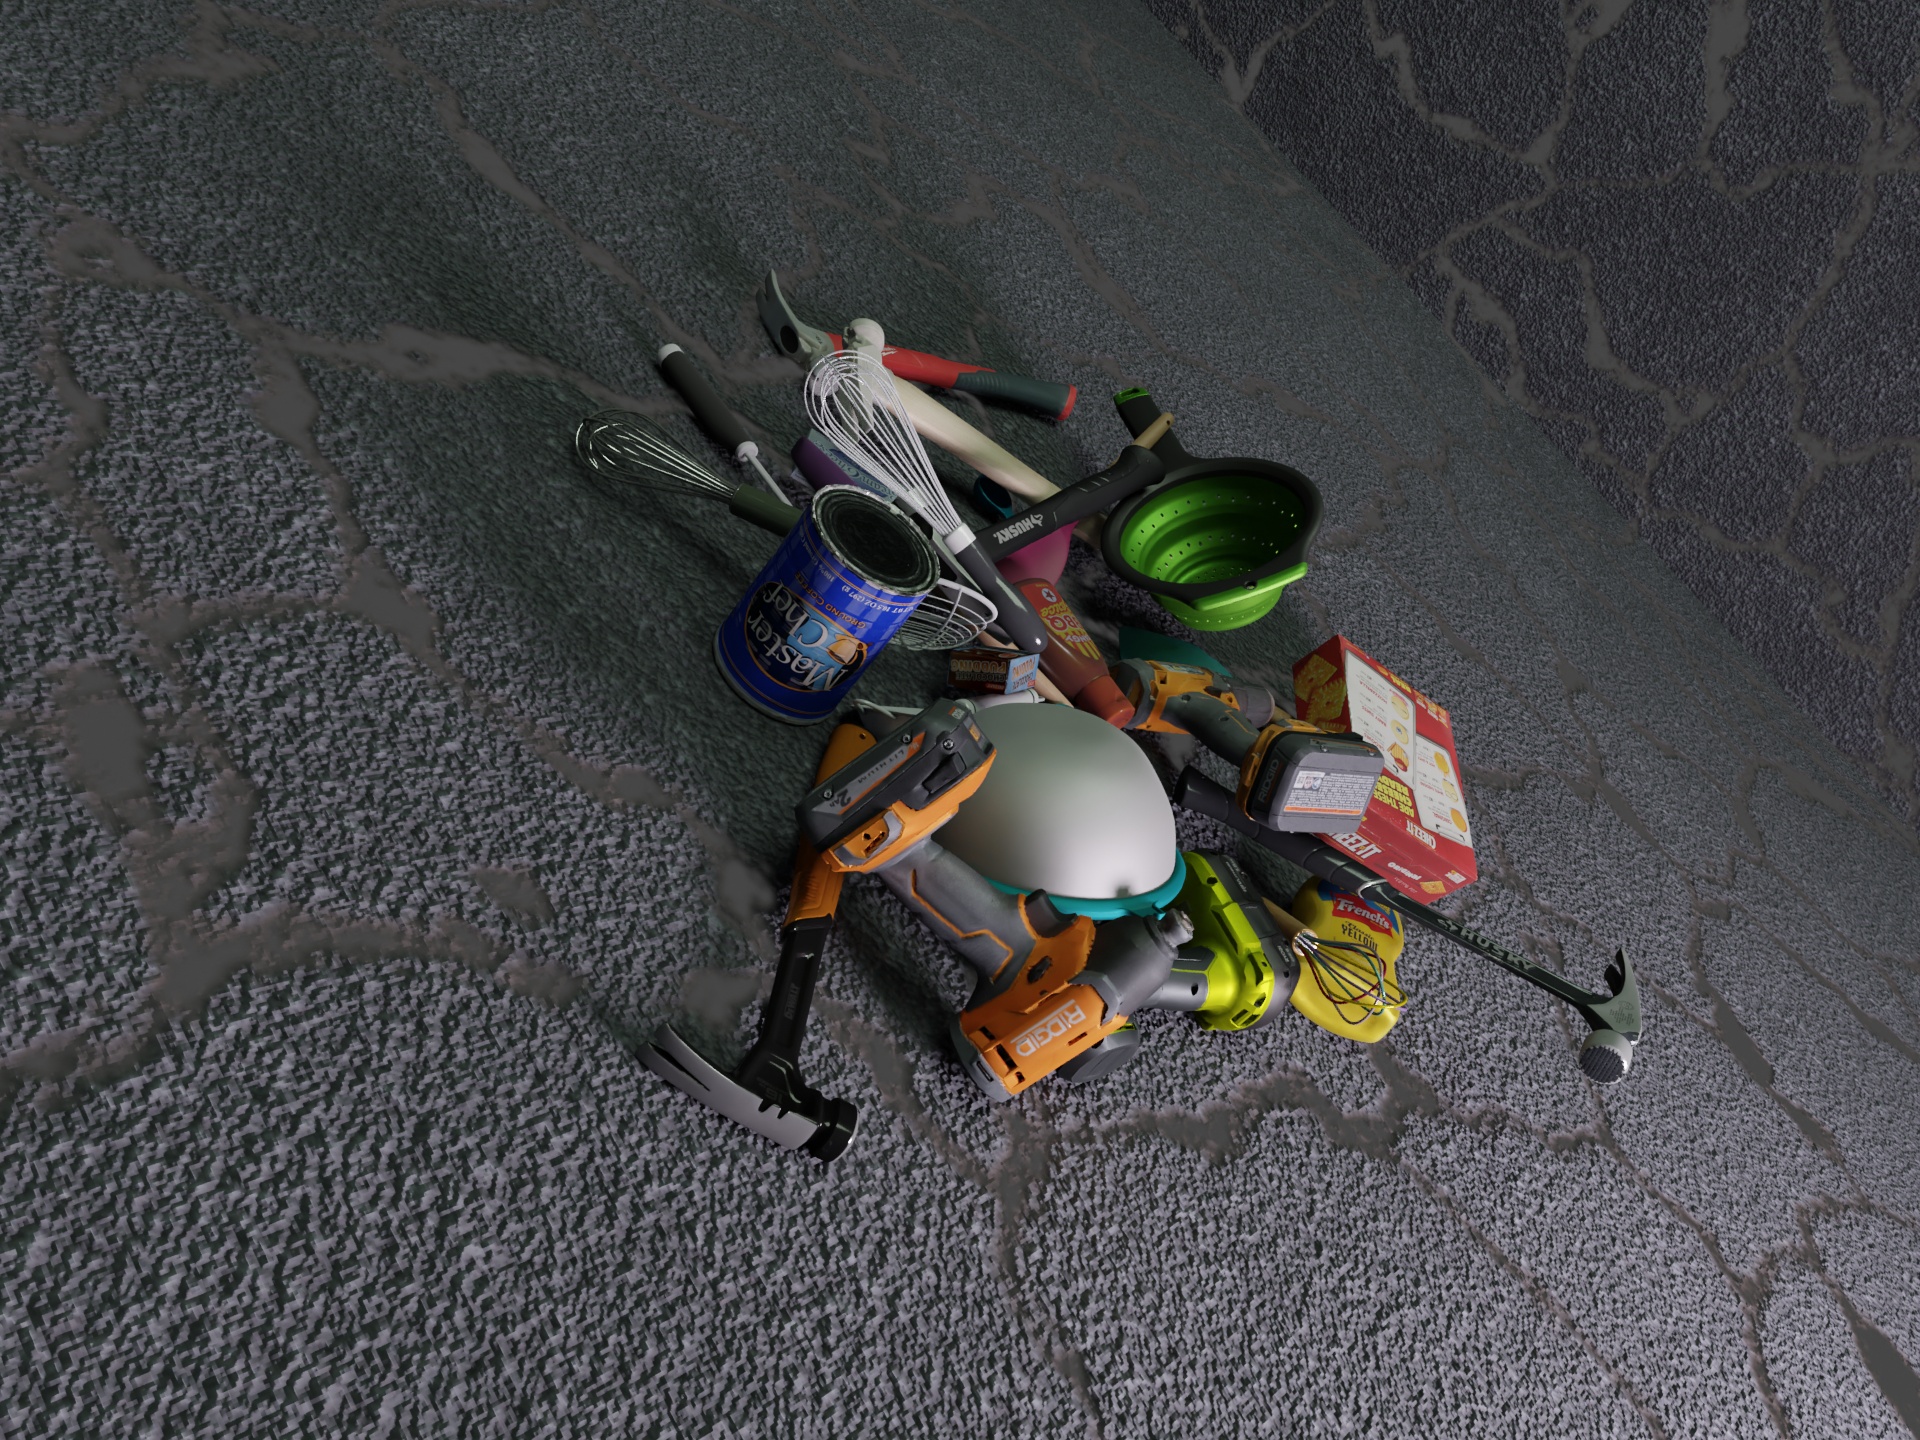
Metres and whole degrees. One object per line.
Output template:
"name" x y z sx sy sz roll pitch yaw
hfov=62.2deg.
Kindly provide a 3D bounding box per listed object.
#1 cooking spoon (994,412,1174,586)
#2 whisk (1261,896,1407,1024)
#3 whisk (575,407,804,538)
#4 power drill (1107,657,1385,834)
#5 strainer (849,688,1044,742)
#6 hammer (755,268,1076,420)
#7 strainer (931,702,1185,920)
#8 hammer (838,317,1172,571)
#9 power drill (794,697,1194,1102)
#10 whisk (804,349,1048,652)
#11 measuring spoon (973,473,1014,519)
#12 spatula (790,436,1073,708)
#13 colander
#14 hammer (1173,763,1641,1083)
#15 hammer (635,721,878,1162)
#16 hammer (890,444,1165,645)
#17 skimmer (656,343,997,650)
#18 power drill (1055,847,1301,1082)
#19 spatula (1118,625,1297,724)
"cooking spoon" 0.119 -0.205 1.481 0.319 0.017 0.068 -47 116 -36
"whisk" 0.261 0.170 1.181 0.051 0.047 0.245 63 -5 -13
"whisk" -0.170 -0.166 1.163 0.246 0.057 0.059 25 68 4
"power drill" 0.251 0.014 1.349 0.185 0.084 0.226 5 20 -38
"strainer" -0.002 -0.004 1.209 0.087 0.050 0.258 8 10 32
"hammer" -0.028 -0.359 1.589 0.386 0.038 0.143 0 50 -45
"strainer" 0.070 0.022 1.149 0.211 0.095 0.340 14 22 3
"hammer" 0.056 -0.217 1.477 0.410 0.038 0.146 28 41 -31
"power drill" 0.024 0.101 0.966 0.226 0.164 0.084 54 13 -4
"whisk" -0.021 -0.167 1.232 0.284 0.070 0.070 53 32 -9
"measuring spoon" 0.046 -0.171 1.475 0.042 0.021 0.129 -11 68 -53
"spatula" -0.023 -0.115 1.314 0.316 0.060 0.018 44 65 -6
"colander" 0.222 -0.200 1.541 0.398 0.204 0.094 -108 179 -50
"hammer" 0.354 0.142 1.289 0.409 0.036 0.149 29 33 18
"hammer" -0.099 0.109 0.987 0.127 0.034 0.337 32 34 -16
"hammer" 0.085 -0.176 1.384 0.335 0.035 0.146 -31 85 -46
"skimmer" -0.114 -0.189 1.262 0.363 0.090 0.127 51 2 19
"power drill" 0.121 0.156 1.121 0.223 0.080 0.171 1 50 -41
"spatula" 0.284 -0.004 1.517 0.317 0.044 0.082 30 34 -25
